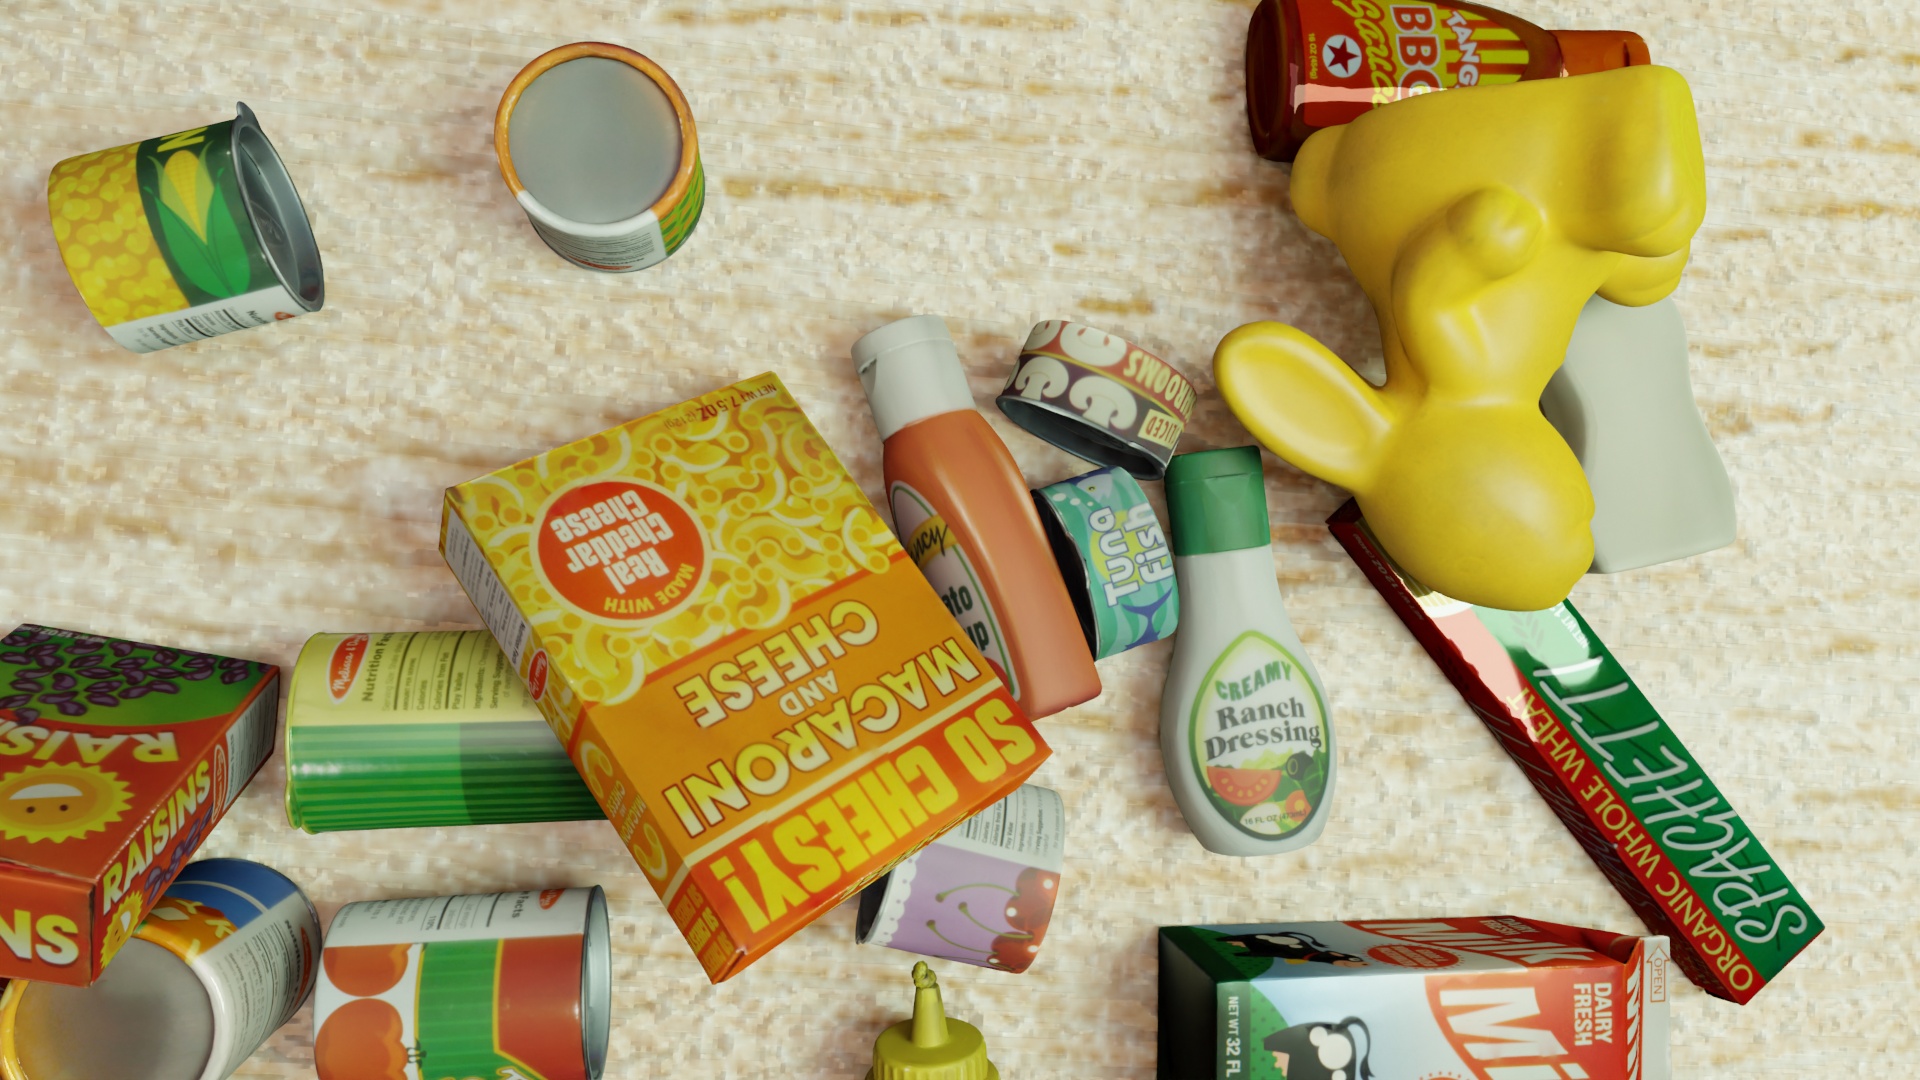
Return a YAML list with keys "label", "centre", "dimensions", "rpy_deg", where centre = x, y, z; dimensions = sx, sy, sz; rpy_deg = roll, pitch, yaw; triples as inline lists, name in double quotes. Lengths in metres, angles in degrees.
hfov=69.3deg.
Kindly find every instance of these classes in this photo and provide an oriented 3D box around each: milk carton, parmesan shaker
- label: "milk carton"
  centre: [0.173, 0.182, 0.508]
  dimensions: [0.191, 0.073, 0.072]
  rpy_deg: [1, 89, -8]
- label: "parmesan shaker"
  centre: [-0.162, 0.065, 0.465]
  dimensions: [0.103, 0.071, 0.071]
  rpy_deg: [0, 89, -9]

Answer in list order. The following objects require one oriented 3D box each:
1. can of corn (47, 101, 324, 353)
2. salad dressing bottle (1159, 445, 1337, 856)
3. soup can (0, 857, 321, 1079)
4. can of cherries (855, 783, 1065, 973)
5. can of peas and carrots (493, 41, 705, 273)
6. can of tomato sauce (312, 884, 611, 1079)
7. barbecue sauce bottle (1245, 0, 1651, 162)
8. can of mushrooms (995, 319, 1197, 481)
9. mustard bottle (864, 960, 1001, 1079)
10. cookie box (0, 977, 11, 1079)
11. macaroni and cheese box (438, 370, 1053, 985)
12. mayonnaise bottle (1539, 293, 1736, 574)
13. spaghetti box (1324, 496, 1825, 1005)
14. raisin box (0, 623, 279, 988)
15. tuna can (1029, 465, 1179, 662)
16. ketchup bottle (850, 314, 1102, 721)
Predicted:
- label: "can of corn"
  centre: [-0.253, -0.102, 0.457]
  dimensions: [0.058, 0.071, 0.071]
  rpy_deg: [-17, 91, -8]
- label: "salad dressing bottle"
  centre: [0.102, 0.040, 0.516]
  dimensions: [0.064, 0.044, 0.147]
  rpy_deg: [-8, 90, -7]
- label: "soup can"
  centre: [-0.254, 0.143, 0.443]
  dimensions: [0.071, 0.084, 0.071]
  rpy_deg: [0, 89, -8]
- label: "can of cherries"
  centre: [-0.001, 0.116, 0.490]
  dimensions: [0.058, 0.071, 0.071]
  rpy_deg: [14, 87, -9]
- label: "can of peas and carrots"
  centre: [-0.123, -0.133, 0.480]
  dimensions: [0.071, 0.058, 0.071]
  rpy_deg: [0, 89, -9]
- label: "can of tomato sauce"
  centre: [-0.163, 0.154, 0.464]
  dimensions: [0.083, 0.071, 0.071]
  rpy_deg: [-2, 89, -7]
- label: "barbecue sauce bottle"
  centre: [0.187, -0.178, 0.534]
  dimensions: [0.149, 0.043, 0.065]
  rpy_deg: [-2, 87, -9]
- label: "can of mushrooms"
  centre: [0.051, -0.049, 0.498]
  dimensions: [0.071, 0.071, 0.033]
  rpy_deg: [27, 84, -7]
- label: "mustard bottle"
  centre: [-0.008, 0.221, 0.486]
  dimensions: [0.065, 0.049, 0.160]
  rpy_deg: [-3, 97, -9]
- label: "cookie box"
  centre: [-0.313, 0.163, 0.392]
  dimensions: [0.123, 0.167, 0.040]
  rpy_deg: [39, 82, -6]
- label: "macaroni and cheese box"
  centre: [-0.068, 0.035, 0.445]
  dimensions: [0.124, 0.040, 0.167]
  rpy_deg: [-26, 72, -35]
- label: "mayonnaise bottle"
  centre: [0.254, -0.064, 0.543]
  dimensions: [0.065, 0.041, 0.148]
  rpy_deg: [-13, 89, -5]
- label: "spaghetti box"
  centre: [0.241, 0.073, 0.543]
  dimensions: [0.050, 0.028, 0.250]
  rpy_deg: [-40, 94, -6]
- label: "raisin box"
  centre: [-0.274, 0.074, 0.419]
  dimensions: [0.086, 0.124, 0.040]
  rpy_deg: [12, 112, -8]
- label: "tuna can"
  centre: [0.051, 0.008, 0.496]
  dimensions: [0.033, 0.071, 0.071]
  rpy_deg: [-18, 92, -9]
- label: "ketchup bottle"
  centre: [0.002, -0.006, 0.496]
  dimensions: [0.044, 0.064, 0.149]
  rpy_deg: [-15, 82, -29]
